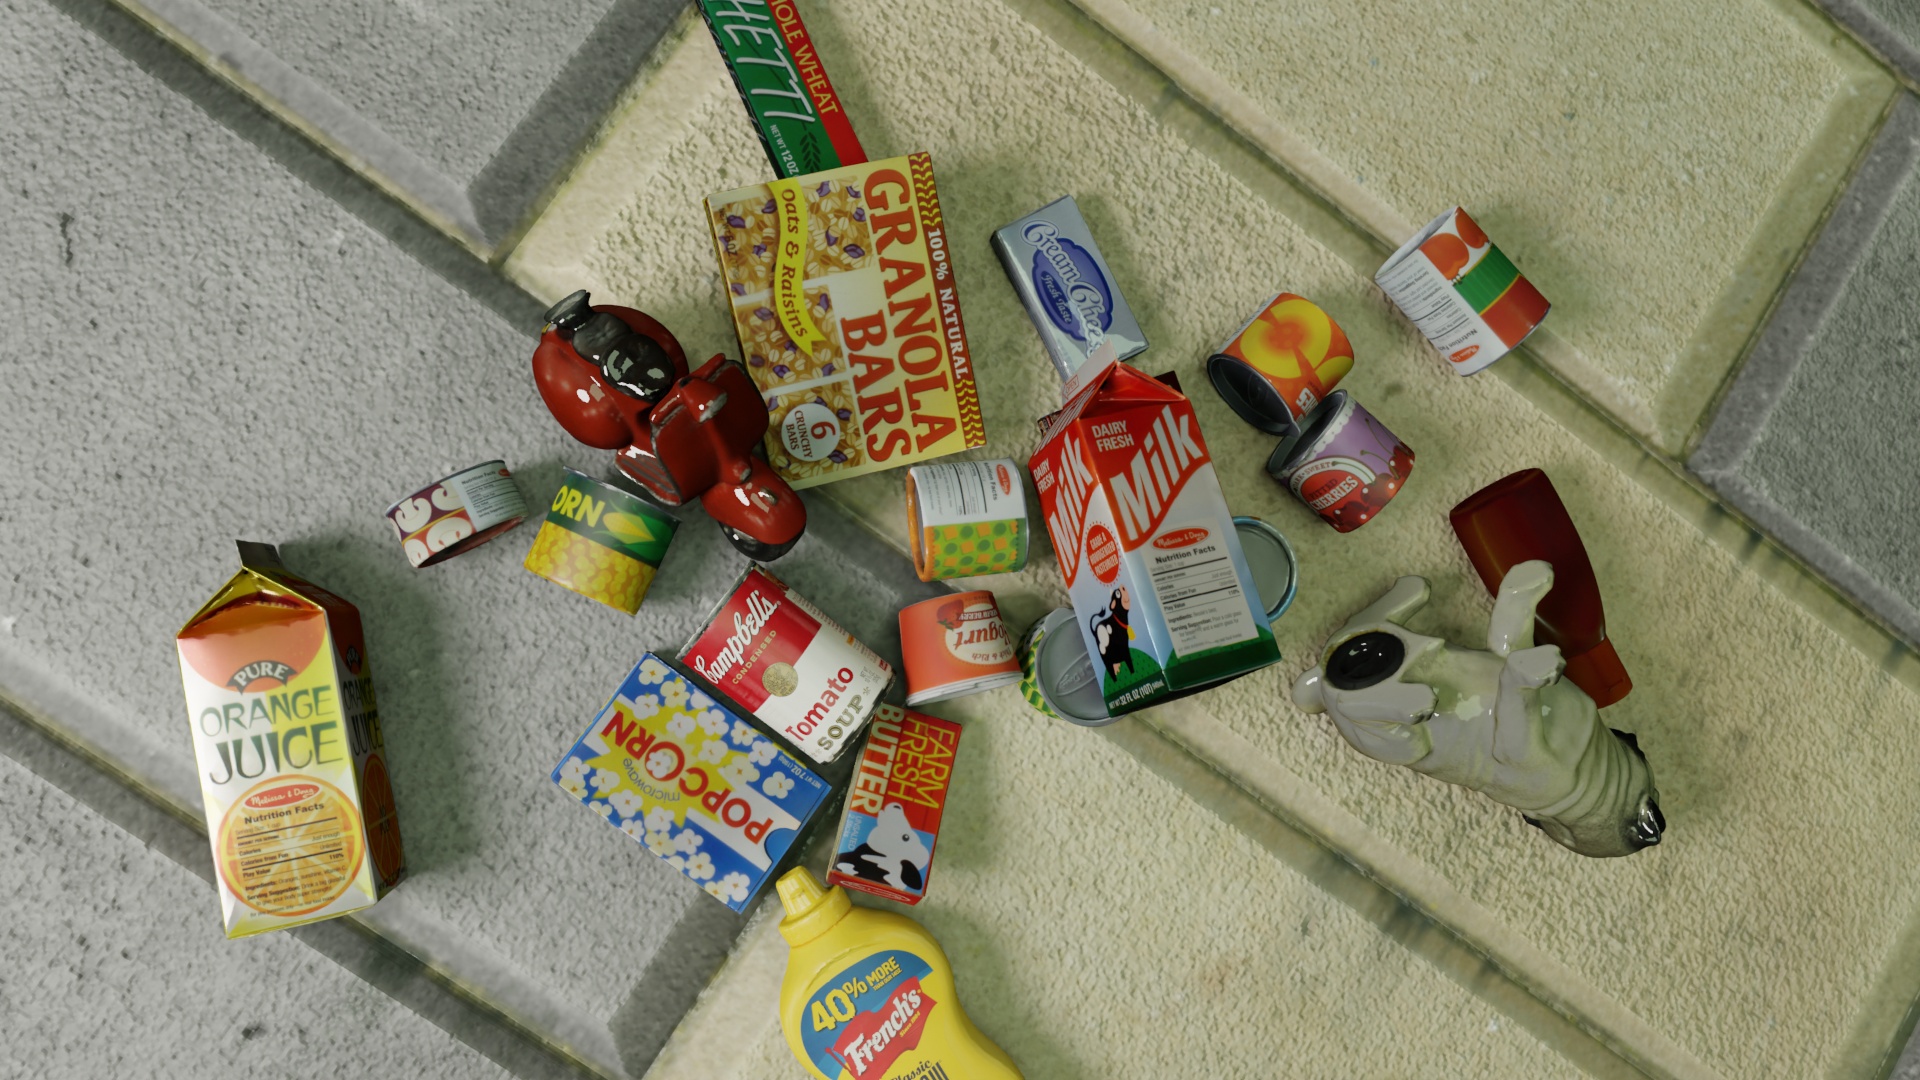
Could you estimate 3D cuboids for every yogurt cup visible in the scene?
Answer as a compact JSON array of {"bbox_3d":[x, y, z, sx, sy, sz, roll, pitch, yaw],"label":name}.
[{"bbox_3d":[-0.003,0.060,0.780,0.072,0.072,0.054,-11,80,-11],"label":"yogurt cup"}]

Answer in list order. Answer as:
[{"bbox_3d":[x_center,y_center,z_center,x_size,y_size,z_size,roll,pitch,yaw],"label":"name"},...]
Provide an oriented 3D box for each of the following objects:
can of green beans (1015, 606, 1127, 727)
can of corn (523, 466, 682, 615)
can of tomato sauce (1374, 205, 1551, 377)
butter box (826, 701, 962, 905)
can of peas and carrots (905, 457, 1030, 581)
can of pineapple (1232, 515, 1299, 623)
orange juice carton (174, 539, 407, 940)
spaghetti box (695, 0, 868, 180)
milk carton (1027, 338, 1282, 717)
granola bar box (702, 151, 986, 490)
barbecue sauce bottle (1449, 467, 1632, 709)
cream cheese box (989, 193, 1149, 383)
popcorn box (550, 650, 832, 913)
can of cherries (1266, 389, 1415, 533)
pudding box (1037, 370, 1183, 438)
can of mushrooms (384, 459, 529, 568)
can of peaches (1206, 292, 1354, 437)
[{"bbox_3d":[0.068,0.071,0.794,0.071,0.058,0.071,1,86,-10],"label":"can of green beans"},{"bbox_3d":[-0.194,0.001,0.746,0.071,0.071,0.058,25,83,-8],"label":"can of corn"},{"bbox_3d":[0.307,-0.154,0.850,0.071,0.071,0.083,-45,94,-10],"label":"can of tomato sauce"},{"bbox_3d":[-0.036,0.144,0.769,0.053,0.024,0.104,18,60,-8],"label":"butter box"},{"bbox_3d":[0.003,-0.010,0.786,0.059,0.071,0.071,-6,87,-10],"label":"can of peas and carrots"},{"bbox_3d":[0.155,0.021,0.813,0.071,0.058,0.071,1,86,-10],"label":"can of pineapple"},{"bbox_3d":[-0.343,0.094,0.710,0.073,0.071,0.192,-11,88,-11],"label":"orange juice carton"},{"bbox_3d":[-0.105,-0.267,0.802,0.050,0.028,0.250,-25,91,-11],"label":"spaghetti box"},{"bbox_3d":[0.096,-0.010,0.750,0.073,0.072,0.191,-12,77,-24],"label":"milk carton"},{"bbox_3d":[-0.063,-0.121,0.772,0.124,0.039,0.165,-14,105,-10],"label":"granola bar box"},{"bbox_3d":[0.364,0.033,0.858,0.065,0.043,0.148,-30,92,-11],"label":"barbecue sauce bottle"},{"bbox_3d":[0.064,-0.148,0.826,0.053,0.024,0.103,-28,91,-11],"label":"cream cheese box"},{"bbox_3d":[-0.147,0.131,0.761,0.126,0.038,0.085,37,79,-5],"label":"popcorn box"},{"bbox_3d":[0.225,-0.045,0.826,0.058,0.071,0.071,40,80,-6],"label":"can of cherries"},{"bbox_3d":[0.094,-0.064,0.823,0.084,0.030,0.049,-20,91,-11],"label":"pudding box"},{"bbox_3d":[-0.267,-0.013,0.736,0.071,0.071,0.033,-28,93,-11],"label":"can of mushrooms"},{"bbox_3d":[0.192,-0.103,0.824,0.071,0.071,0.058,46,79,-4],"label":"can of peaches"}]
